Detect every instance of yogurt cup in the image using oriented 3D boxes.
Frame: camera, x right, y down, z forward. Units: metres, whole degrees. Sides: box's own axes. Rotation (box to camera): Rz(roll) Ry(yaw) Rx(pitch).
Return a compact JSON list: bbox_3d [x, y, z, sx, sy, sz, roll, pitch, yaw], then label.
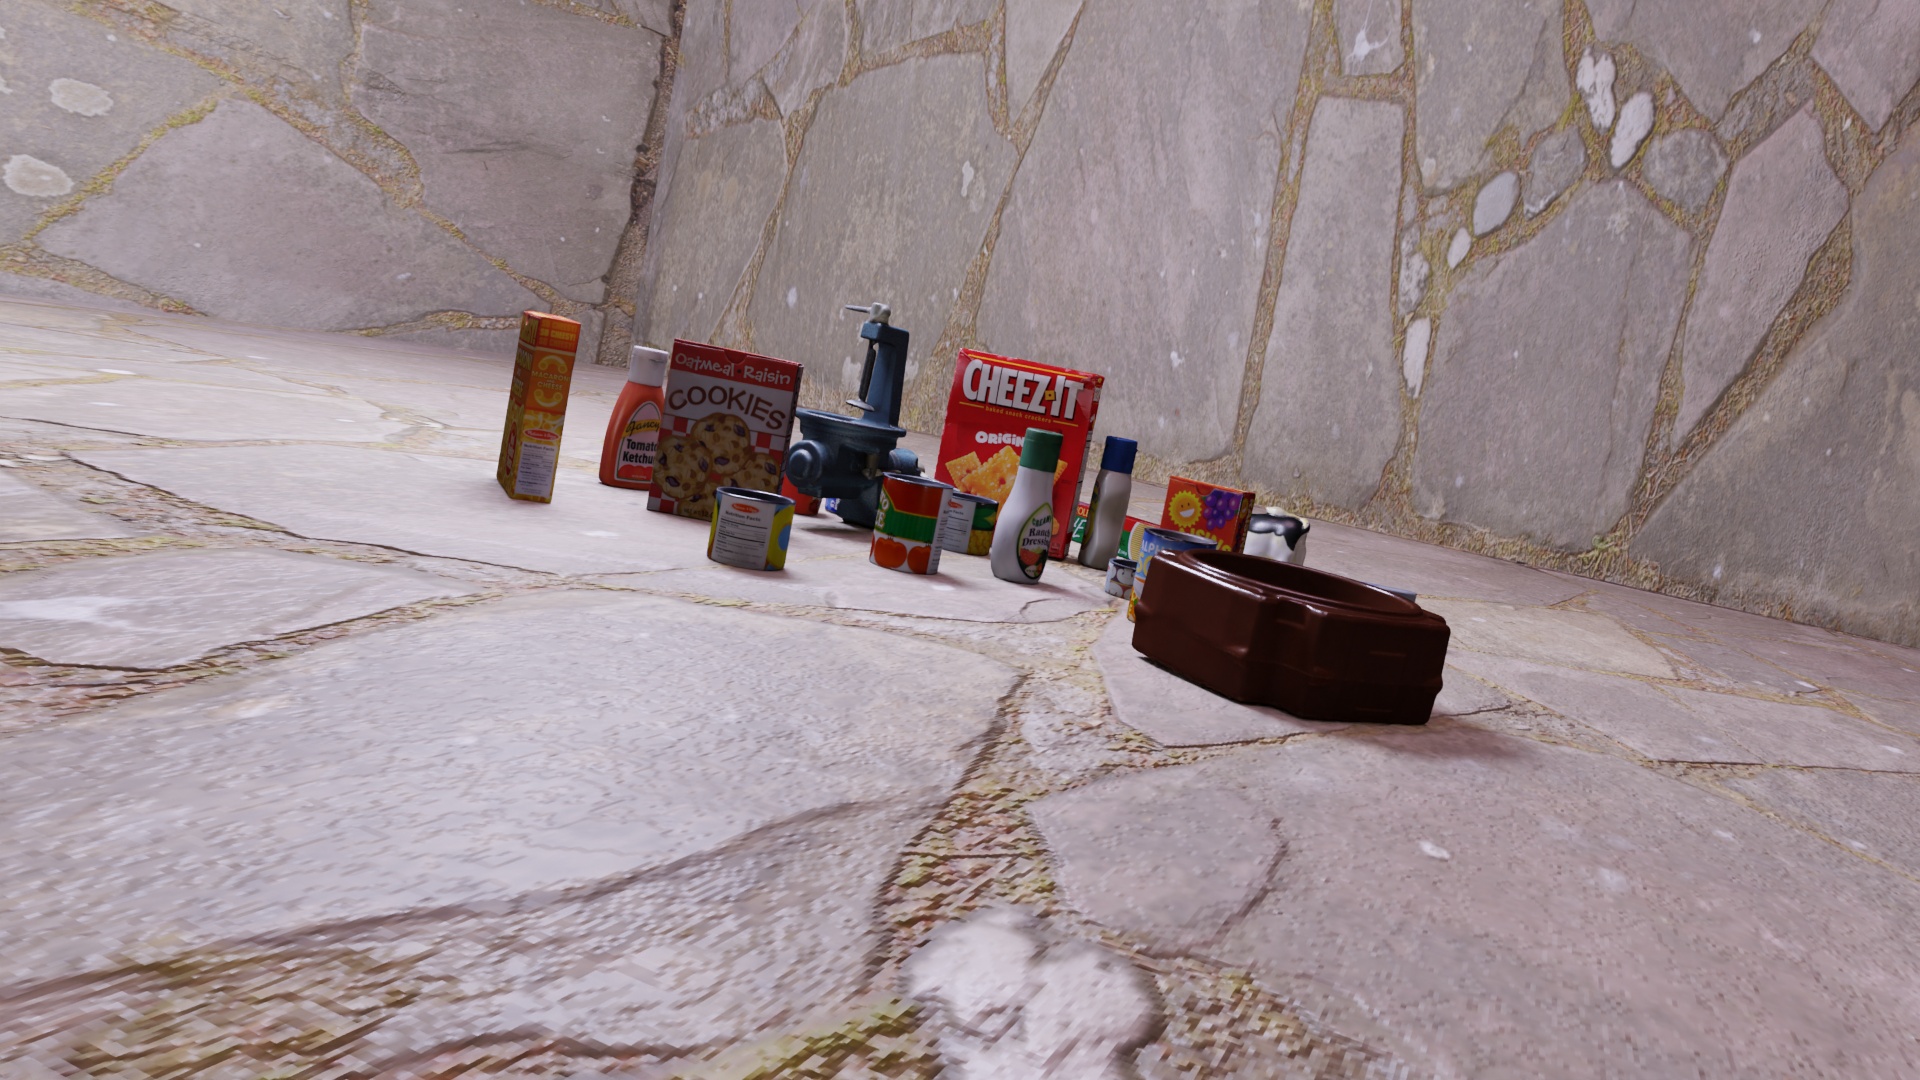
[{"bbox_3d":[-0.181,-0.059,1.543,0.072,0.054,0.072,11,7,-1],"label":"yogurt cup"}]

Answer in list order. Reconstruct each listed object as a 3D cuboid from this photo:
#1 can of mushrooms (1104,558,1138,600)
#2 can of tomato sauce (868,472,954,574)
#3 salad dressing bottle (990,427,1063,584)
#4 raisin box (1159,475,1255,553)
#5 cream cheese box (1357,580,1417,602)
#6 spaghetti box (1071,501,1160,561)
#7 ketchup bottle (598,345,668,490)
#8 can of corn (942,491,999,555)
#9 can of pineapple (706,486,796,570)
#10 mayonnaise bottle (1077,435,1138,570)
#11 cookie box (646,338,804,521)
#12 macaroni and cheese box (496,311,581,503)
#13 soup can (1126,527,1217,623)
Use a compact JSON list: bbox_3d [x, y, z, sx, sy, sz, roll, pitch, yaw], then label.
[{"bbox_3d":[0.180,0.041,1.385,0.071,0.033,0.071,11,7,-1],"label":"can of mushrooms"},{"bbox_3d":[-0.048,-0.016,1.288,0.071,0.083,0.071,11,7,-1],"label":"can of tomato sauce"},{"bbox_3d":[0.067,-0.034,1.342,0.044,0.147,0.064,17,9,41],"label":"salad dressing bottle"},{"bbox_3d":[0.250,0.001,1.445,0.086,0.123,0.040,15,8,32],"label":"raisin box"},{"bbox_3d":[0.416,0.069,1.444,0.104,0.053,0.024,11,6,1],"label":"cream cheese box"},{"bbox_3d":[0.178,-0.015,1.761,0.029,0.050,0.250,6,8,-36],"label":"spaghetti box"},{"bbox_3d":[-0.340,-0.130,1.470,0.065,0.148,0.043,6,8,-40],"label":"ketchup bottle"},{"bbox_3d":[0.005,-0.019,1.490,0.071,0.058,0.071,11,7,-1],"label":"can of corn"},{"bbox_3d":[-0.173,-0.010,1.151,0.071,0.057,0.071,11,7,-1],"label":"can of pineapple"},{"bbox_3d":[0.167,-0.043,1.566,0.041,0.148,0.065,10,7,-8],"label":"mayonnaise bottle"},{"bbox_3d":[-0.227,-0.101,1.345,0.123,0.167,0.040,11,6,-1],"label":"cookie box"},{"bbox_3d":[-0.396,-0.128,1.297,0.040,0.166,0.124,8,7,-26],"label":"macaroni and cheese box"},{"bbox_3d":[0.187,0.036,1.235,0.071,0.083,0.071,11,7,-1],"label":"soup can"}]
